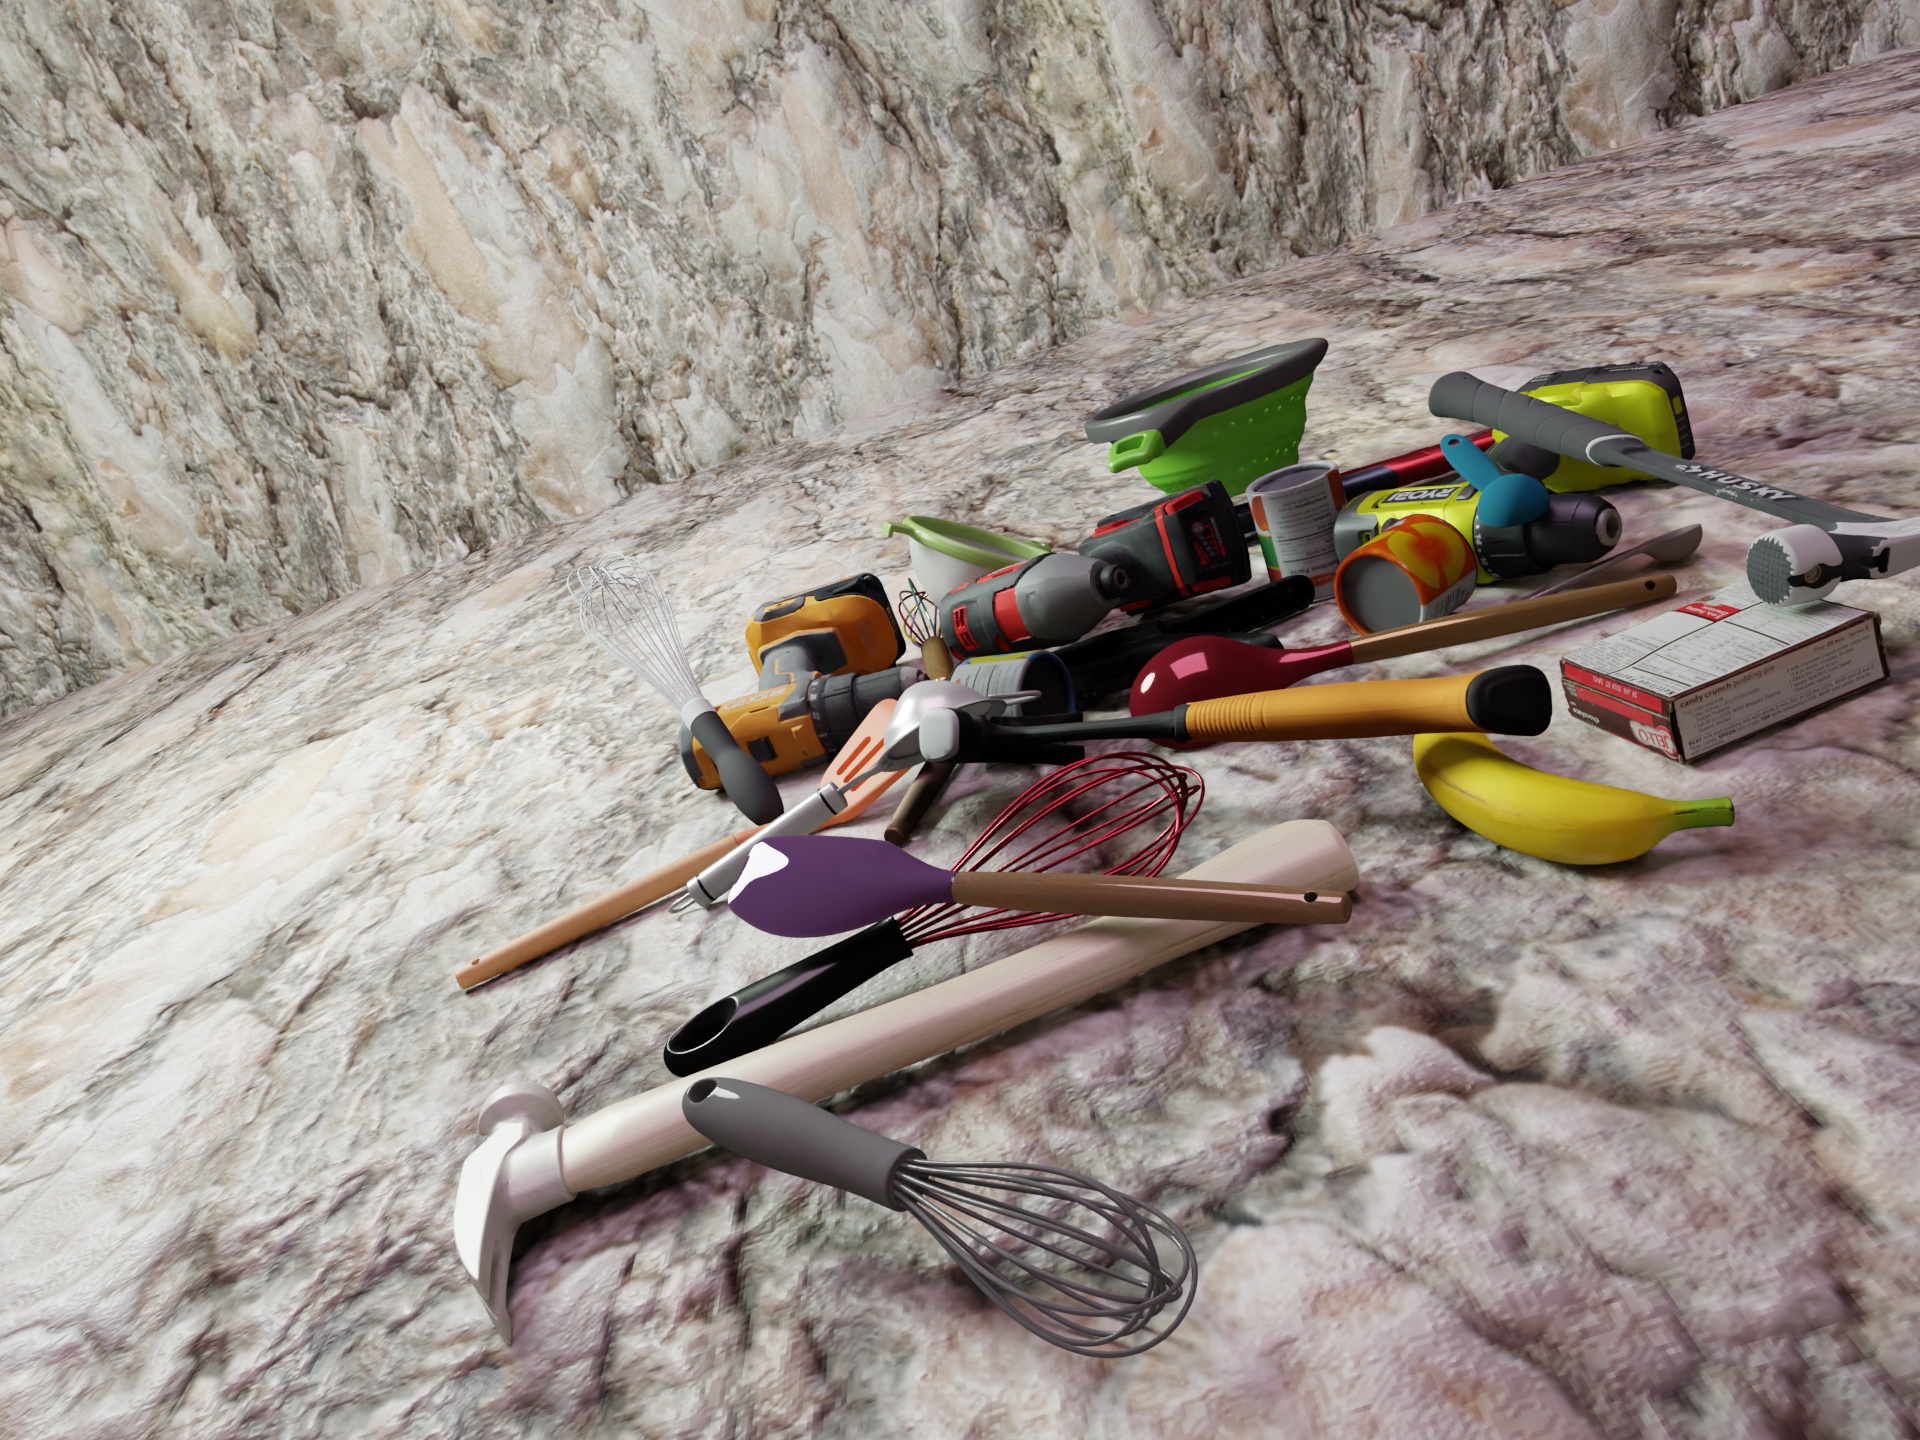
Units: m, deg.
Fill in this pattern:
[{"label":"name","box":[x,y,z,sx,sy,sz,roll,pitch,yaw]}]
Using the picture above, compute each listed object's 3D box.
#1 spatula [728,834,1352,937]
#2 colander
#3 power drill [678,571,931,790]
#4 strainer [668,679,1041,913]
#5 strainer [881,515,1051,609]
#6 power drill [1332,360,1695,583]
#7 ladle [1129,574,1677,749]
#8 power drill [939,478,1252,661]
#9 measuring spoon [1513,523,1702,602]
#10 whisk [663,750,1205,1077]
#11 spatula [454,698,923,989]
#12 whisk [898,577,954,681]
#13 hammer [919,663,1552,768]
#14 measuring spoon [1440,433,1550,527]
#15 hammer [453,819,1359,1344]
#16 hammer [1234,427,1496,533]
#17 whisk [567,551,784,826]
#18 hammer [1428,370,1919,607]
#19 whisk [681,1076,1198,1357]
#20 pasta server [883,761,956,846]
[{"label":"spatula","box":[0.021,0.078,0.717,0.316,0.018,0.060,-1,50,32]},{"label":"colander","box":[0.185,-0.206,1.225,0.204,0.094,0.397,-14,15,24]},{"label":"power drill","box":[-0.098,-0.035,1.200,0.185,0.084,0.226,-15,23,15]},{"label":"strainer","box":[-0.071,0.040,0.947,0.258,0.050,0.086,-35,-15,3]},{"label":"strainer","box":[0.032,-0.116,1.318,0.151,0.069,0.256,20,12,12]},{"label":"power drill","box":[0.386,-0.158,1.056,0.228,0.080,0.191,-34,22,-30]},{"label":"ladle","box":[0.252,-0.043,0.919,0.315,0.069,0.031,-12,-22,7]},{"label":"power drill","box":[0.101,-0.099,1.098,0.143,0.078,0.219,-14,7,44]},{"label":"measuring spoon","box":[0.384,-0.085,0.949,0.124,0.018,0.034,-24,2,8]},{"label":"whisk","box":[-0.011,0.095,0.774,0.296,0.073,0.073,-28,19,-6]},{"label":"spatula","box":[-0.164,0.081,0.991,0.322,0.041,0.081,-26,31,-13]},{"label":"whisk","box":[-0.021,-0.068,1.272,0.047,0.051,0.245,-14,21,-1]},{"label":"hammer","box":[0.137,0.001,0.805,0.127,0.034,0.337,2,-5,-44]},{"label":"measuring spoon","box":[0.324,-0.158,0.987,0.042,0.021,0.129,-21,33,6]},{"label":"hammer","box":[-0.017,0.137,0.687,0.410,0.038,0.146,-21,20,-5]},{"label":"hammer","box":[0.335,-0.188,1.254,0.386,0.038,0.143,-17,20,10]},{"label":"whisk","box":[-0.196,-0.024,1.114,0.070,0.070,0.285,-27,55,-20]},{"label":"hammer","box":[0.393,-0.153,0.912,0.149,0.036,0.409,-13,25,-11]},{"label":"whisk","box":[-0.021,0.164,0.559,0.239,0.055,0.055,7,32,42]},{"label":"pasta server","box":[-0.002,-0.003,1.073,0.040,0.060,0.316,25,31,4]}]
